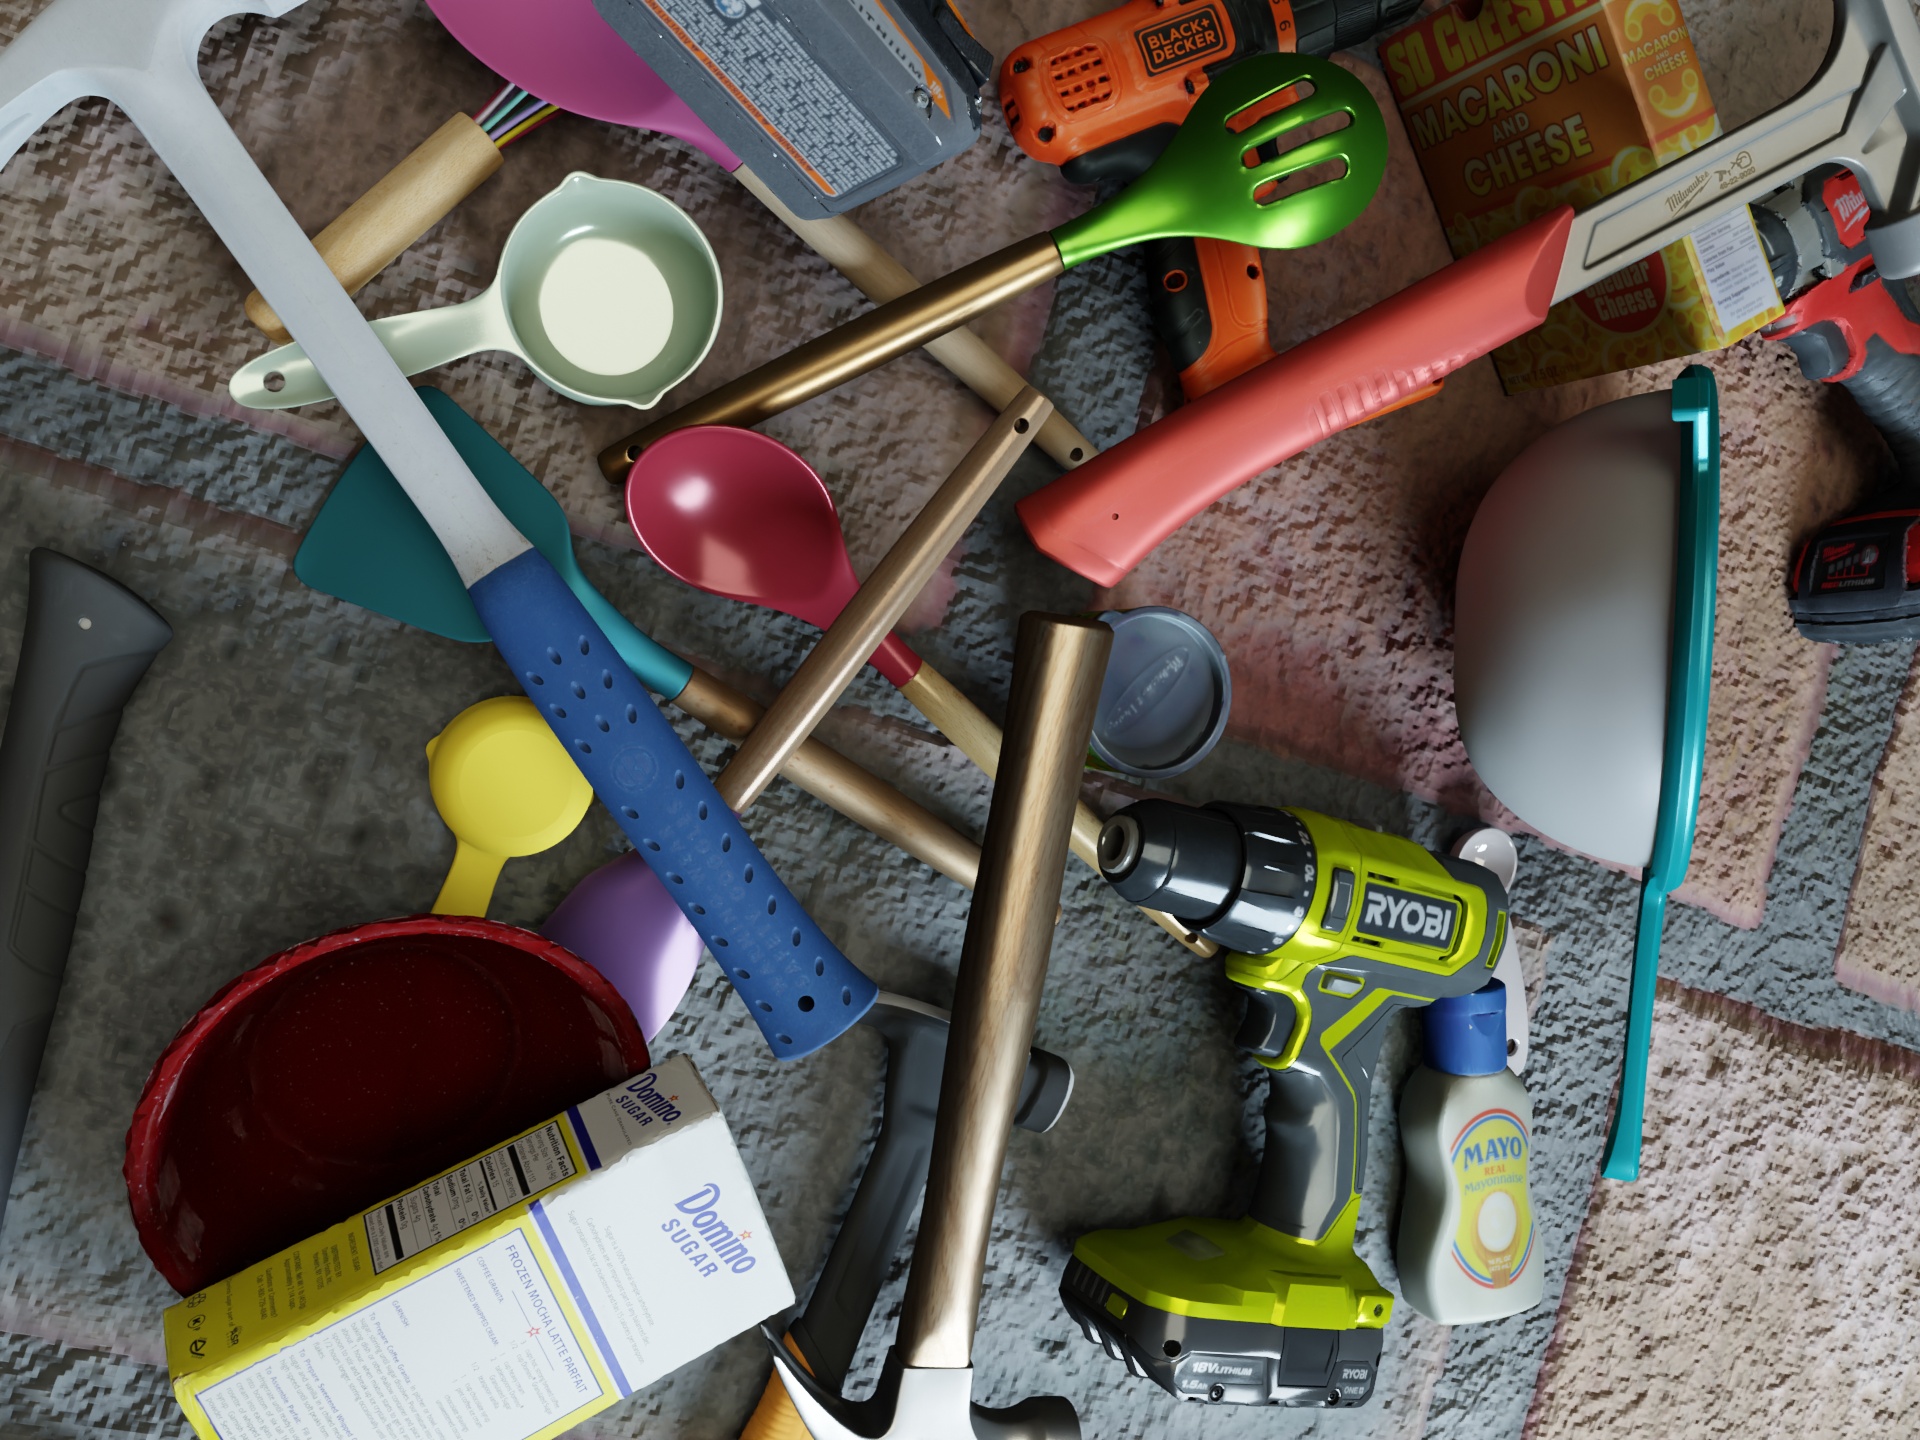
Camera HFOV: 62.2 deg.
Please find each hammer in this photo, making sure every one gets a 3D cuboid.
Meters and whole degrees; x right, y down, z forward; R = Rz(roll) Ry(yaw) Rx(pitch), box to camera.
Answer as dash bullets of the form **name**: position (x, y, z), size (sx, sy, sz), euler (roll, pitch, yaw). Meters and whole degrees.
- **hammer**: position (-0.072, 0.267, 0.607), size (0.127, 0.034, 0.337), euler (24, 84, -21)
- **hammer**: position (0.181, -0.159, 0.585), size (0.359, 0.037, 0.149), euler (-27, 101, 5)
- **hammer**: position (-0.162, -0.056, 0.521), size (0.144, 0.035, 0.405), euler (-35, 99, -7)
- **hammer**: position (0.007, 0.124, 0.583), size (0.130, 0.031, 0.331), euler (8, 95, -21)
- **hammer**: position (-0.317, 0.110, 0.508), size (0.146, 0.035, 0.335), euler (12, 88, -21)

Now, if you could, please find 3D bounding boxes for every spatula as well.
- **spatula**: position (-0.085, -0.003, 0.597), size (0.317, 0.044, 0.082), euler (35, 80, -23)
- **spatula**: position (-0.067, 0.010, 0.572), size (0.059, 0.018, 0.316), euler (36, 95, -18)

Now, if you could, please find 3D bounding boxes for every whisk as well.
- **whisk**: position (-0.148, -0.215, 0.552), size (0.245, 0.051, 0.047), euler (-45, 112, -10)

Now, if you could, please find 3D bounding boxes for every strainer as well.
- **strainer**: position (0.252, 0.025, 0.668), size (0.095, 0.211, 0.340), euler (5, 99, 21)

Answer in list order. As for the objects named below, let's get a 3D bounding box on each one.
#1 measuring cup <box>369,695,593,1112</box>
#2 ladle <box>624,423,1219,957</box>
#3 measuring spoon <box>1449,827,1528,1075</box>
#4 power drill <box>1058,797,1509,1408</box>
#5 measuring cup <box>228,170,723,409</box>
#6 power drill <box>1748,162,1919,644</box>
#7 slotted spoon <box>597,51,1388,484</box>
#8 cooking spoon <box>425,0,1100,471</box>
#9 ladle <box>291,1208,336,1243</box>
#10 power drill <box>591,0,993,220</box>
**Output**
- **measuring cup**: position (-0.175, 0.067, 0.561), size (0.062, 0.029, 0.156), euler (21, 86, -20)
- **ladle**: position (-0.001, -0.002, 0.619), size (0.069, 0.031, 0.315), euler (-38, 113, 23)
- **measuring spoon**: position (0.242, 0.106, 0.730), size (0.034, 0.018, 0.124), euler (-18, 106, -20)
- **power drill**: position (0.118, 0.146, 0.640), size (0.190, 0.080, 0.228), euler (15, 87, -29)
- **measuring cup**: position (-0.166, -0.135, 0.554), size (0.167, 0.038, 0.083), euler (-18, 98, -11)
- **power drill**: position (0.408, -0.149, 0.745), size (0.188, 0.080, 0.226), euler (-29, 99, -17)
- **slotted spoon**: position (0.012, -0.157, 0.575), size (0.314, 0.031, 0.070), euler (-25, 95, 2)
- **cooking spoon**: position (-0.058, -0.185, 0.570), size (0.318, 0.017, 0.069), euler (37, 95, -28)
- **ladle**: position (-0.144, 0.310, 0.548), size (0.078, 0.062, 0.320), euler (-32, 92, 10)
- **power drill**: position (-0.018, -0.283, 0.544), size (0.164, 0.084, 0.227), euler (40, 56, -35)
